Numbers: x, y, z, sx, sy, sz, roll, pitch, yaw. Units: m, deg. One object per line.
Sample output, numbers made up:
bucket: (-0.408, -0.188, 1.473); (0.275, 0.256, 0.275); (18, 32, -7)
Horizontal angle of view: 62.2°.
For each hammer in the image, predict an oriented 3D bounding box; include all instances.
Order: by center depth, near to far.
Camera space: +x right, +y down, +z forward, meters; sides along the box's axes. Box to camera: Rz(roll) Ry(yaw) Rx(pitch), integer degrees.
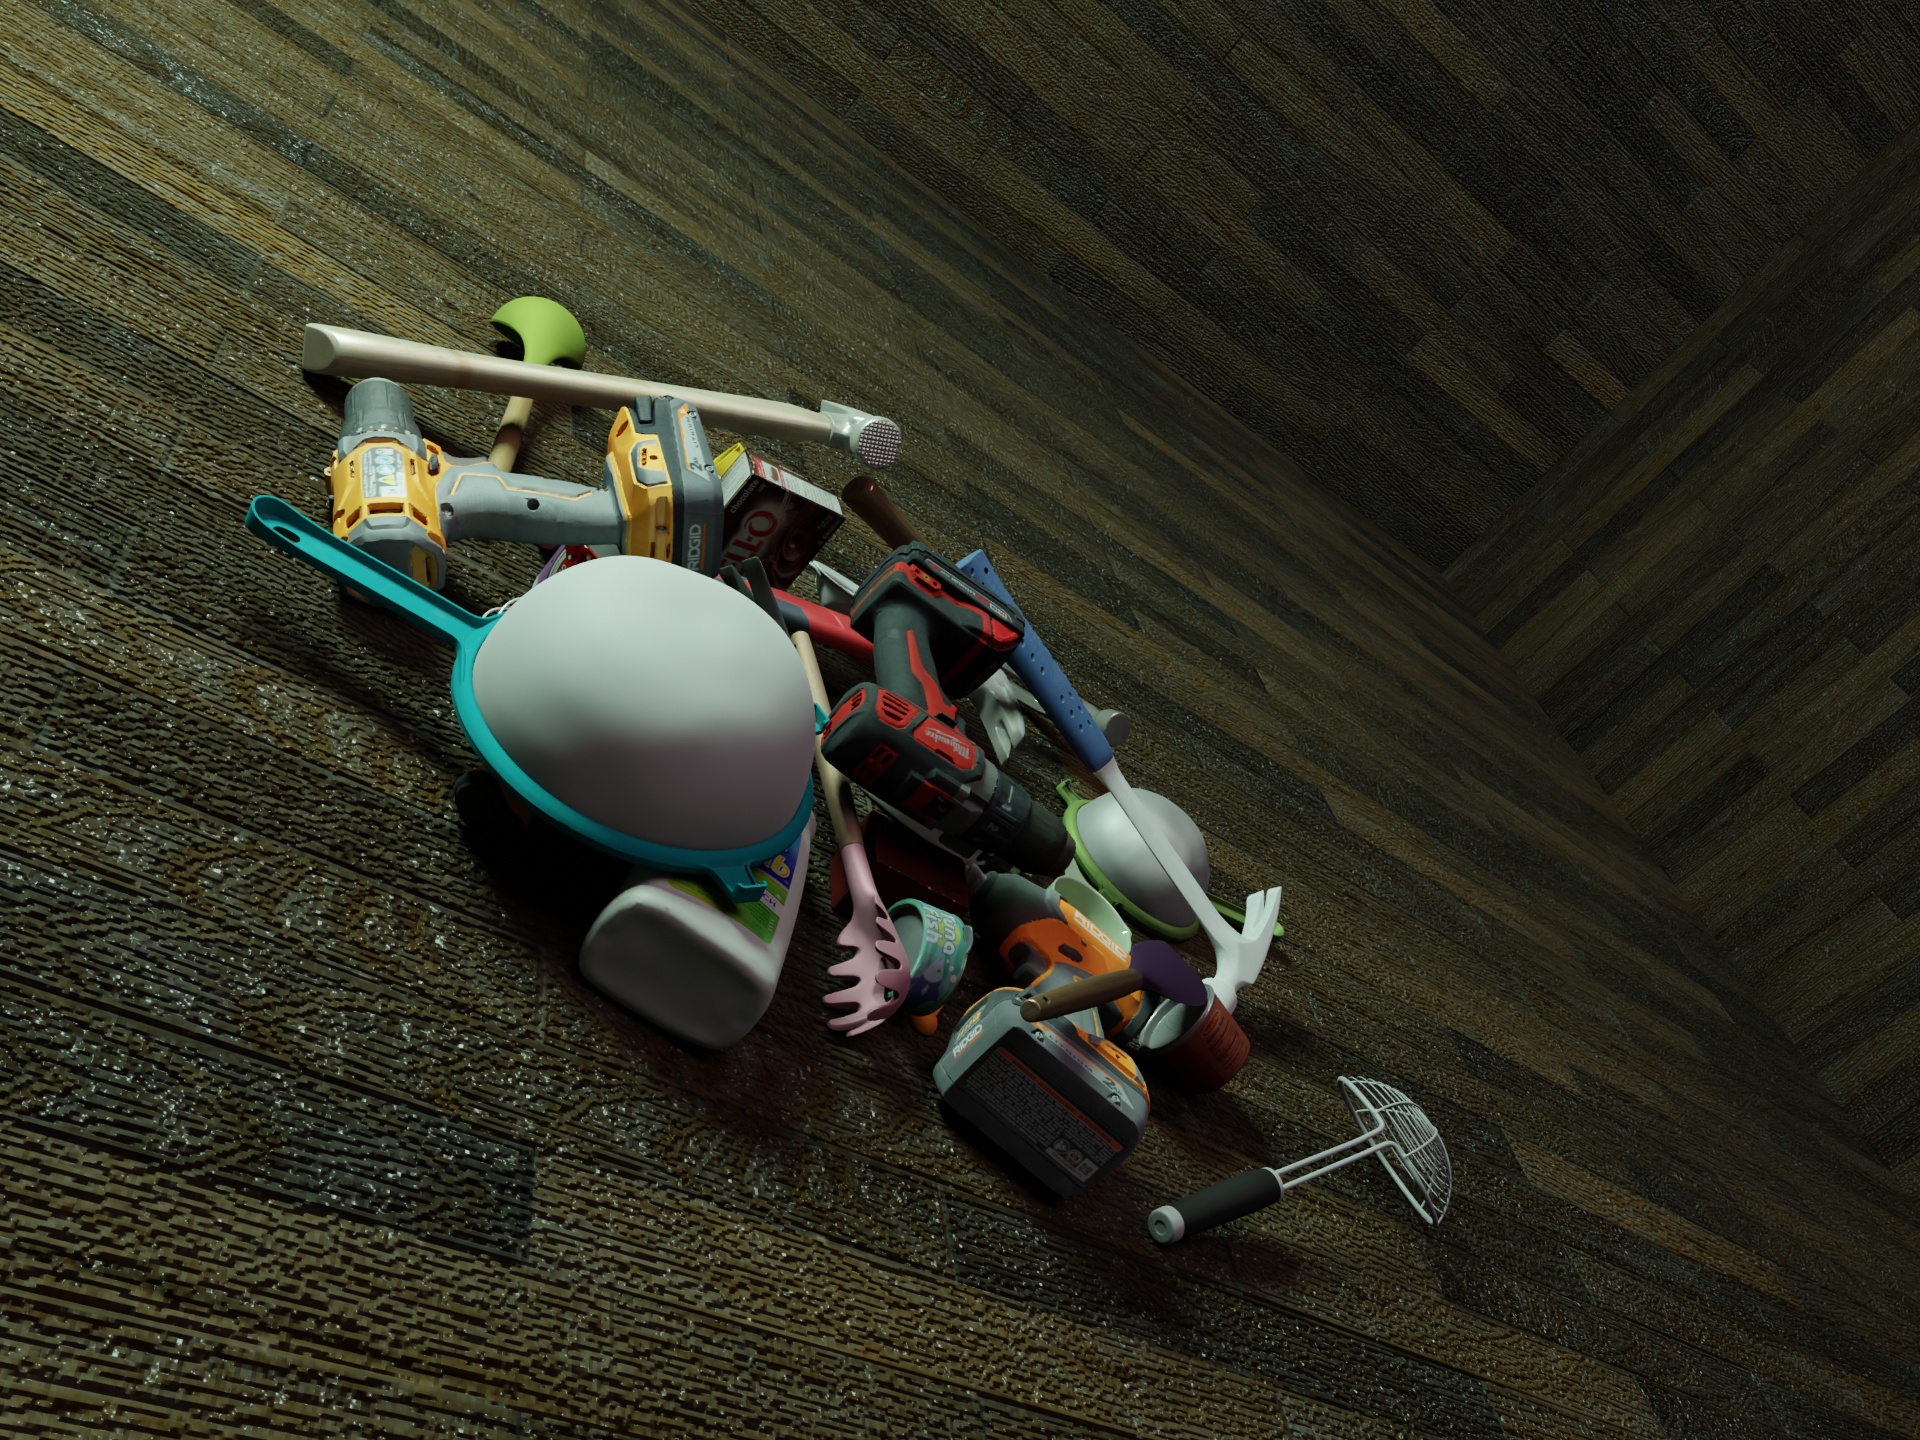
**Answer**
hammer: (-0.192, -0.009, 0.974); (0.337, 0.034, 0.127); (-36, 110, -63)
hammer: (-0.255, -0.237, 1.151); (0.410, 0.038, 0.146); (5, 15, -26)
hammer: (-0.122, -0.070, 1.172); (0.386, 0.038, 0.143); (19, 30, -31)
hammer: (0.119, 0.040, 1.244); (0.405, 0.035, 0.144); (55, 45, -9)
hammer: (-0.026, -0.010, 1.284); (0.146, 0.035, 0.335); (31, 26, -27)
hammer: (0.012, -0.090, 1.339); (0.331, 0.031, 0.130); (44, -14, -36)

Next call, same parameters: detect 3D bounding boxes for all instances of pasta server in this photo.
pasta server: (-0.080, 0.059, 1.005); (0.040, 0.060, 0.317); (15, 41, -35)

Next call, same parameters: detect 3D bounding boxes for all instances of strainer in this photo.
strainer: (-0.212, -0.054, 0.854); (0.340, 0.095, 0.211); (30, 29, -9)
strainer: (-0.138, -0.136, 1.278); (0.258, 0.050, 0.087); (39, 4, -28)
strainer: (0.203, 0.128, 1.364); (0.256, 0.069, 0.152); (26, 28, -30)

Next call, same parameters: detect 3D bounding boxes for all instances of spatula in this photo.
spatula: (0.103, 0.168, 1.005); (0.060, 0.018, 0.315); (47, 15, 20)

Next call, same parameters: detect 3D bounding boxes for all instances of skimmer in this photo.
skimmer: (0.236, 0.329, 1.124); (0.363, 0.090, 0.127); (-2, 50, -45)

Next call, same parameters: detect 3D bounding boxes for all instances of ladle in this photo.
ladle: (-0.331, -0.226, 1.179); (0.078, 0.062, 0.320); (27, 34, -24)

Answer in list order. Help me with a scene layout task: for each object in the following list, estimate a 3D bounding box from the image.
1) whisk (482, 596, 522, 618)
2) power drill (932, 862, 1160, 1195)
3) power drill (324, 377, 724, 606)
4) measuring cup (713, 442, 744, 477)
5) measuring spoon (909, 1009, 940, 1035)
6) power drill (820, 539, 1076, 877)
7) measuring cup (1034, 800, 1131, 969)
whisk: (-0.223, -0.046, 1.023); (0.059, 0.058, 0.246); (19, 9, 24)
power drill: (0.050, 0.182, 1.021); (0.164, 0.084, 0.226); (41, 19, -6)
power drill: (-0.275, -0.153, 0.990); (0.226, 0.084, 0.186); (-6, 46, -19)
measuring cup: (-0.207, -0.174, 1.274); (0.029, 0.062, 0.157); (50, 31, -19)
measuring spoon: (-0.011, 0.168, 1.029); (0.021, 0.011, 0.117); (41, 23, -3)
power drill: (-0.002, -0.003, 1.086); (0.187, 0.080, 0.227); (34, 30, -21)
measuring cup: (0.074, 0.127, 1.205); (0.083, 0.038, 0.168); (26, 27, -34)
